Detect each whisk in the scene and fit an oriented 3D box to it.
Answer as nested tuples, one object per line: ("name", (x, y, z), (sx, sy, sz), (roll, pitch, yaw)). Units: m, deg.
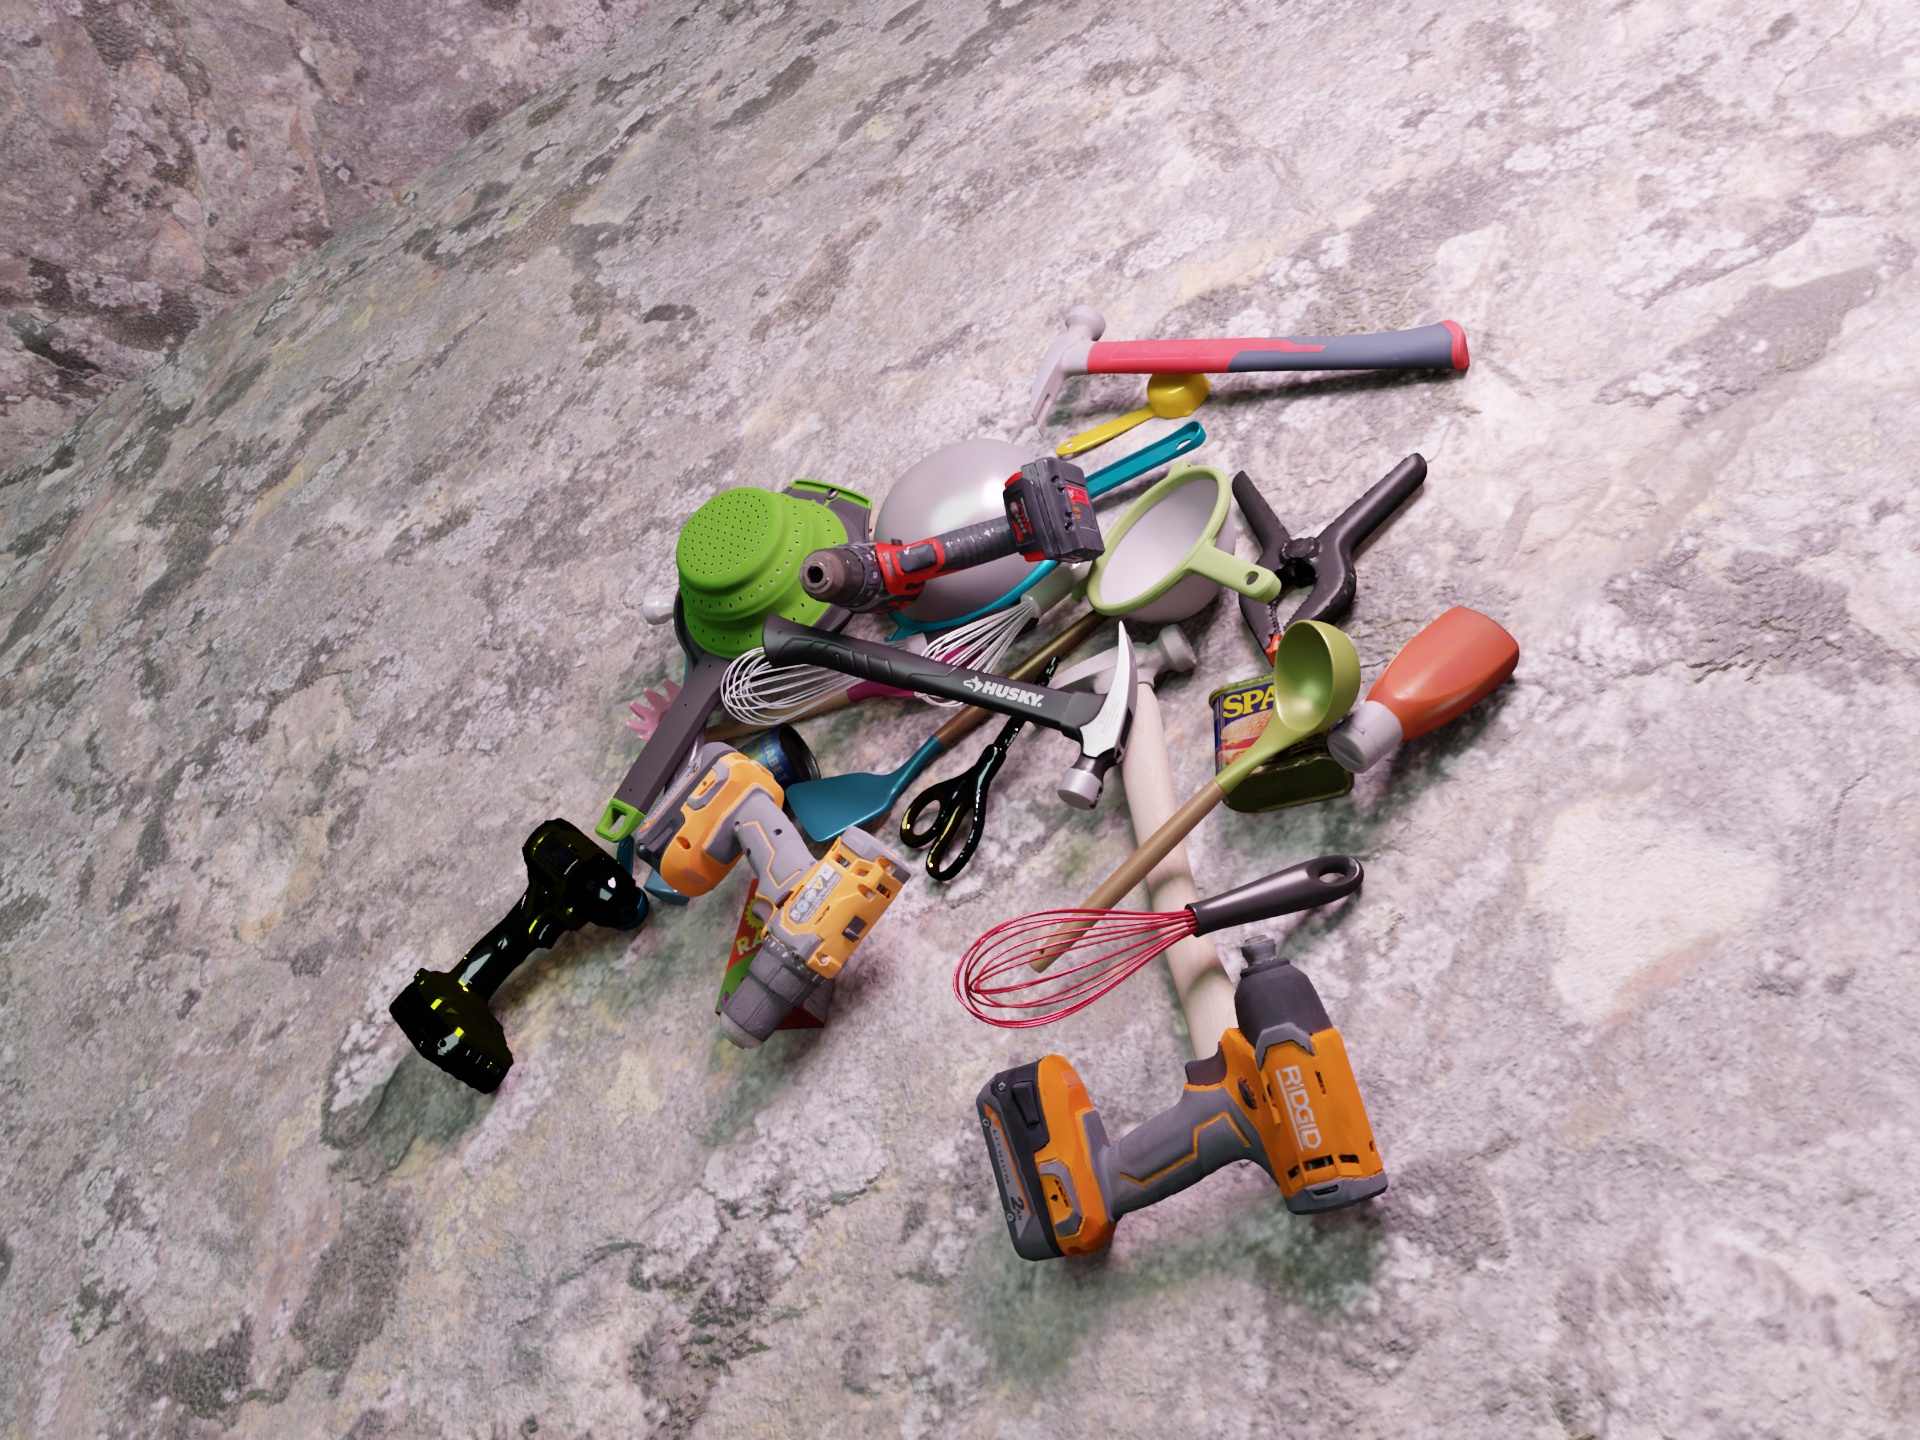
("whisk", (0.135, 0.137, 1.048), (0.296, 0.073, 0.073), (-15, 41, -14))
("whisk", (0.054, -0.092, 1.353), (0.246, 0.057, 0.059), (-39, 16, -21))
("whisk", (-0.068, -0.054, 1.379), (0.284, 0.070, 0.070), (-15, 44, -5))

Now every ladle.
("ladle", (0.155, 0.058, 1.106), (0.320, 0.062, 0.078), (-46, 34, 10))

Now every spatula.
("spatula", (-0.002, -0.004, 1.343), (0.317, 0.044, 0.082), (-38, 41, -1))

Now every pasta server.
("pasta server", (-0.194, -0.089, 1.551), (0.316, 0.040, 0.060), (-43, 58, -7))

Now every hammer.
("hammer", (0.140, 0.102, 1.159), (0.146, 0.038, 0.411), (-25, 44, 16))
("hammer", (-0.017, -0.038, 1.271), (0.335, 0.035, 0.146), (15, 70, 26))
("hammer", (0.248, -0.312, 1.405), (0.386, 0.038, 0.143), (6, 58, 30))
("hammer", (-0.251, 0.015, 1.471), (0.128, 0.033, 0.331), (-8, 59, 17))

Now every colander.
("colander", (-0.231, -0.077, 1.431), (0.205, 0.094, 0.397), (20, 72, 35))

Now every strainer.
("strainer", (0.050, -0.211, 1.432), (0.340, 0.095, 0.211), (-24, 42, 22))
("strainer", (0.195, -0.116, 1.252), (0.151, 0.069, 0.257), (-51, 26, 1))

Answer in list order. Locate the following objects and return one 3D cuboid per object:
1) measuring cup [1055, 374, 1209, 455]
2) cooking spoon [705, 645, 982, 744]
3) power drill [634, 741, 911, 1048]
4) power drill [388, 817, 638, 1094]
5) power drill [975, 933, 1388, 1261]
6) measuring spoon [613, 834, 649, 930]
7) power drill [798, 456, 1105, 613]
("measuring cup", (0.156, -0.291, 1.487), (0.156, 0.029, 0.062), (-24, 44, 12))
("cooking spoon", (-0.122, -0.017, 1.455), (0.319, 0.017, 0.069), (-15, 39, 23))
("power drill", (-0.165, 0.135, 1.252), (0.226, 0.084, 0.185), (32, 82, 41))
("power drill", (-0.381, 0.203, 1.388), (0.223, 0.080, 0.171), (-52, 39, -11))
("power drill", (0.130, 0.235, 0.982), (0.226, 0.084, 0.164), (-20, 77, 20))
("measuring spoon", (-0.297, 0.146, 1.442), (0.042, 0.021, 0.129), (-39, 32, 14))
("power drill", (-0.012, -0.141, 1.293), (0.226, 0.188, 0.080), (-16, 89, 18))
